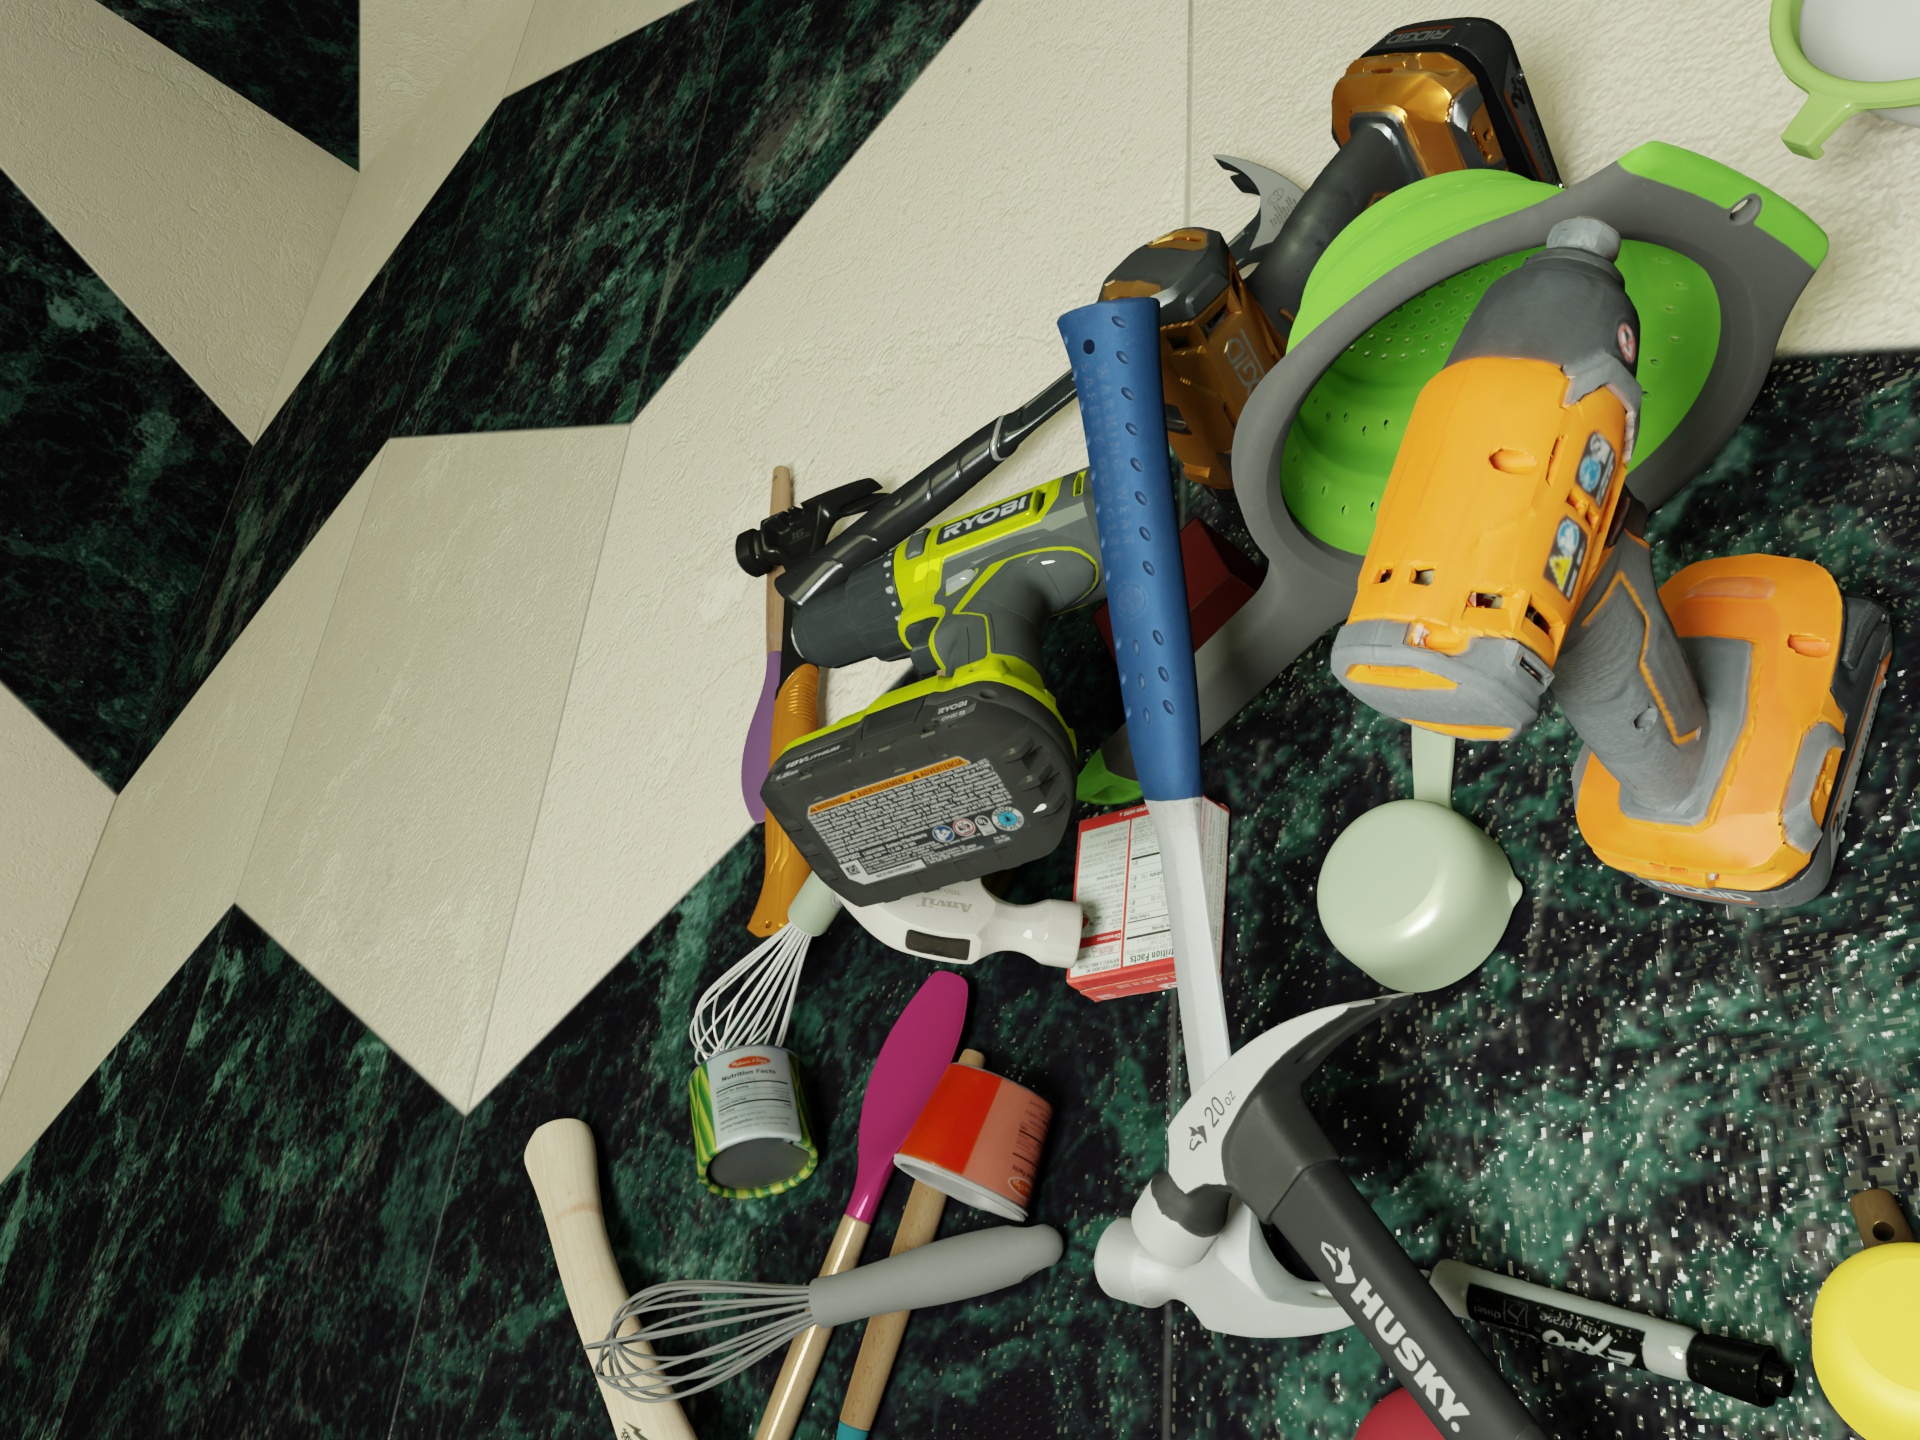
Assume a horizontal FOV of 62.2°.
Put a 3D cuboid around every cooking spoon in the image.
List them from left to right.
[{"bbox_3d":[-0.062,0.280,0.814,0.069,0.017,0.319,3,68,60],"label":"cooking spoon"}]

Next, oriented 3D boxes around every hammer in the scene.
[{"bbox_3d":[-0.195,0.348,0.874,0.146,0.038,0.411,-57,29,0],"label":"hammer"},{"bbox_3d":[-0.101,-0.006,1.033,0.127,0.034,0.337,-20,54,28],"label":"hammer"},{"bbox_3d":[-0.001,-0.003,0.852,0.332,0.130,0.031,-85,3,-50],"label":"hammer"},{"bbox_3d":[0.040,-0.188,0.966,0.409,0.036,0.149,-34,41,22],"label":"hammer"},{"bbox_3d":[0.090,0.040,0.620,0.144,0.035,0.405,-5,93,47],"label":"hammer"},{"bbox_3d":[0.179,0.232,0.478,0.335,0.035,0.146,52,130,38],"label":"hammer"}]

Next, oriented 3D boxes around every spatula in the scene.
[{"bbox_3d":[-0.132,-0.064,1.132,0.060,0.018,0.316,-28,48,30],"label":"spatula"},{"bbox_3d":[-0.049,0.308,0.758,0.082,0.044,0.318,-3,63,53],"label":"spatula"}]

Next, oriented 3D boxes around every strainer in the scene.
[{"bbox_3d":[0.433,-0.285,0.566,0.256,0.069,0.152,-9,57,46],"label":"strainer"}]

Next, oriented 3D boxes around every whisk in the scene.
[{"bbox_3d":[-0.089,0.119,0.898,0.059,0.058,0.246,42,120,16],"label":"whisk"},{"bbox_3d":[-0.066,0.270,0.741,0.239,0.055,0.055,-18,49,11],"label":"whisk"}]

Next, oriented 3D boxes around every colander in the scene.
[{"bbox_3d":[0.158,-0.100,0.680,0.397,0.204,0.095,-48,42,41],"label":"colander"}]

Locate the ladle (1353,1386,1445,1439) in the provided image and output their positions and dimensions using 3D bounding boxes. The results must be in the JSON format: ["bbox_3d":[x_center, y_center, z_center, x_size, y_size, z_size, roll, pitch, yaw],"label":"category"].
[{"bbox_3d":[0.195,0.340,0.461,0.069,0.031,0.316,-45,40,18],"label":"ladle"}]

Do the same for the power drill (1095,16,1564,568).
[{"bbox_3d":[0.183,-0.190,0.746,0.226,0.185,0.084,-45,34,-12],"label":"power drill"}]

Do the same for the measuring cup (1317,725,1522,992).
[{"bbox_3d":[0.189,0.029,0.668,0.083,0.038,0.168,-18,52,43],"label":"measuring cup"}]

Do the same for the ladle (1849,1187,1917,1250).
[{"bbox_3d":[0.282,0.264,0.384,0.078,0.062,0.320,-23,46,23],"label":"ladle"}]

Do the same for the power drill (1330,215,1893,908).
[{"bbox_3d":[0.221,-0.044,0.520,0.084,0.226,0.164,7,71,52],"label":"power drill"}]

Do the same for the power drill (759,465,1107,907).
[{"bbox_3d":[-0.015,-0.022,0.756,0.190,0.080,0.229,-18,31,23],"label":"power drill"}]

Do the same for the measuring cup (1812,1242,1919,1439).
[{"bbox_3d":[0.306,0.177,0.411,0.156,0.029,0.062,5,51,39],"label":"measuring cup"}]
